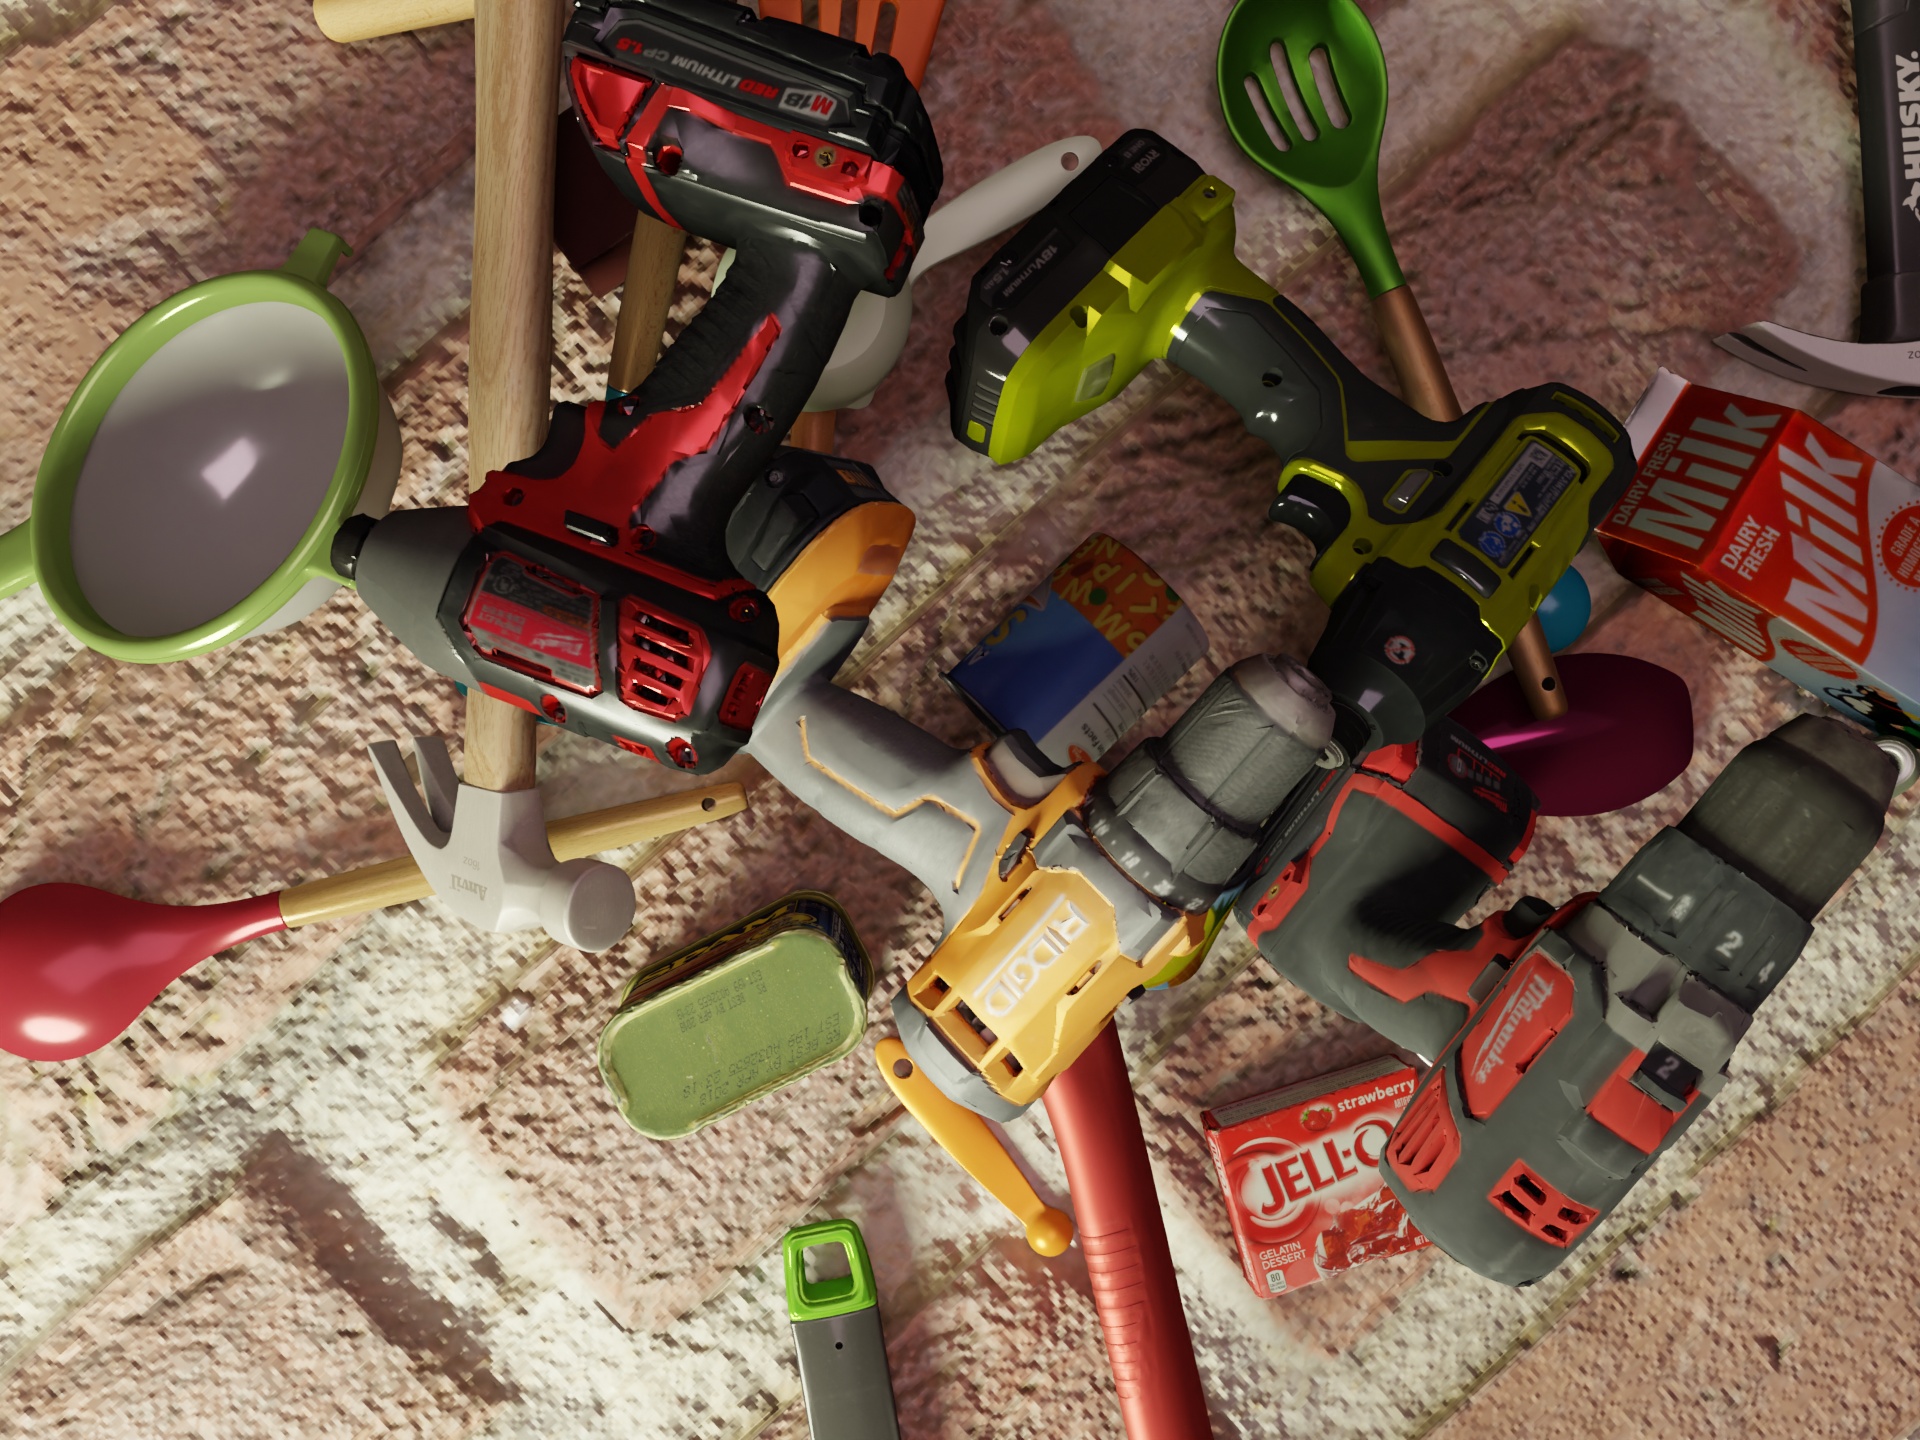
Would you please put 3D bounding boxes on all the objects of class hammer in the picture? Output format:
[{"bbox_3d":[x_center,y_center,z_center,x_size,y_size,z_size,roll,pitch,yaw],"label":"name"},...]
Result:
[{"bbox_3d":[0.377,-0.300,0.655,0.146,0.035,0.335,-6,91,-5],"label":"hammer"},{"bbox_3d":[0.087,0.262,0.633,0.149,0.037,0.359,-11,86,-29],"label":"hammer"},{"bbox_3d":[-0.164,-0.090,0.571,0.130,0.031,0.331,7,97,40],"label":"hammer"}]

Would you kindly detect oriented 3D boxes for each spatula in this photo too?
[{"bbox_3d":[-0.118,-0.144,0.586,0.082,0.044,0.317,15,115,-6],"label":"spatula"},{"bbox_3d":[-0.055,-0.149,0.625,0.081,0.041,0.322,5,92,-7],"label":"spatula"}]

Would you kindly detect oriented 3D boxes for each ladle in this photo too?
[{"bbox_3d":[-0.238,0.069,0.624,0.315,0.031,0.069,-14,90,-5],"label":"ladle"}]

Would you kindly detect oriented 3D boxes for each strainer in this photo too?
[{"bbox_3d":[-0.306,-0.065,0.600,0.256,0.069,0.152,-22,66,15],"label":"strainer"}]

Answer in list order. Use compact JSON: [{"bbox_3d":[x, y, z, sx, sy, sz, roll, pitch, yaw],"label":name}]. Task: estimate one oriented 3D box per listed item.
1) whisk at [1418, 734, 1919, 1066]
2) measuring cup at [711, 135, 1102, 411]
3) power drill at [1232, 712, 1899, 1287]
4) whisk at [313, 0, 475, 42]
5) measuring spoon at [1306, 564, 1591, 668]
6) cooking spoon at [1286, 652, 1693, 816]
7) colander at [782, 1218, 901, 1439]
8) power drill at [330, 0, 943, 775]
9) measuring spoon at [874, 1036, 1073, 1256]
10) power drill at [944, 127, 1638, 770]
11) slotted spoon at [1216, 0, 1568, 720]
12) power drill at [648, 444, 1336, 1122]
[{"bbox_3d":[0.285,0.072,0.647,0.246,0.059,0.058,-29,68,-4],"label":"whisk"},{"bbox_3d":[-0.016,-0.178,0.596,0.167,0.038,0.083,-30,100,-2],"label":"measuring cup"},{"bbox_3d":[0.189,0.058,0.539,0.080,0.227,0.188,34,99,-13],"label":"power drill"},{"bbox_3d":[-0.131,-0.285,0.586,0.245,0.047,0.051,-4,101,14],"label":"whisk"},{"bbox_3d":[0.202,-0.035,0.653,0.128,0.021,0.042,-18,92,-5],"label":"measuring spoon"},{"bbox_3d":[0.149,0.021,0.653,0.319,0.017,0.069,-8,96,-4],"label":"cooking spoon"},{"bbox_3d":[-0.021,0.398,0.611,0.204,0.094,0.397,-10,92,-4],"label":"colander"},{"bbox_3d":[-0.101,-0.106,0.499,0.143,0.078,0.220,20,88,7],"label":"power drill"},{"bbox_3d":[0.005,0.175,0.649,0.021,0.011,0.117,-41,94,-2],"label":"measuring spoon"},{"bbox_3d":[0.110,-0.098,0.578,0.223,0.080,0.171,38,68,10],"label":"power drill"},{"bbox_3d":[0.180,-0.147,0.639,0.070,0.031,0.314,-21,89,-3],"label":"slotted spoon"},{"bbox_3d":[-0.001,-0.002,0.550,0.226,0.084,0.185,45,109,15],"label":"power drill"}]
